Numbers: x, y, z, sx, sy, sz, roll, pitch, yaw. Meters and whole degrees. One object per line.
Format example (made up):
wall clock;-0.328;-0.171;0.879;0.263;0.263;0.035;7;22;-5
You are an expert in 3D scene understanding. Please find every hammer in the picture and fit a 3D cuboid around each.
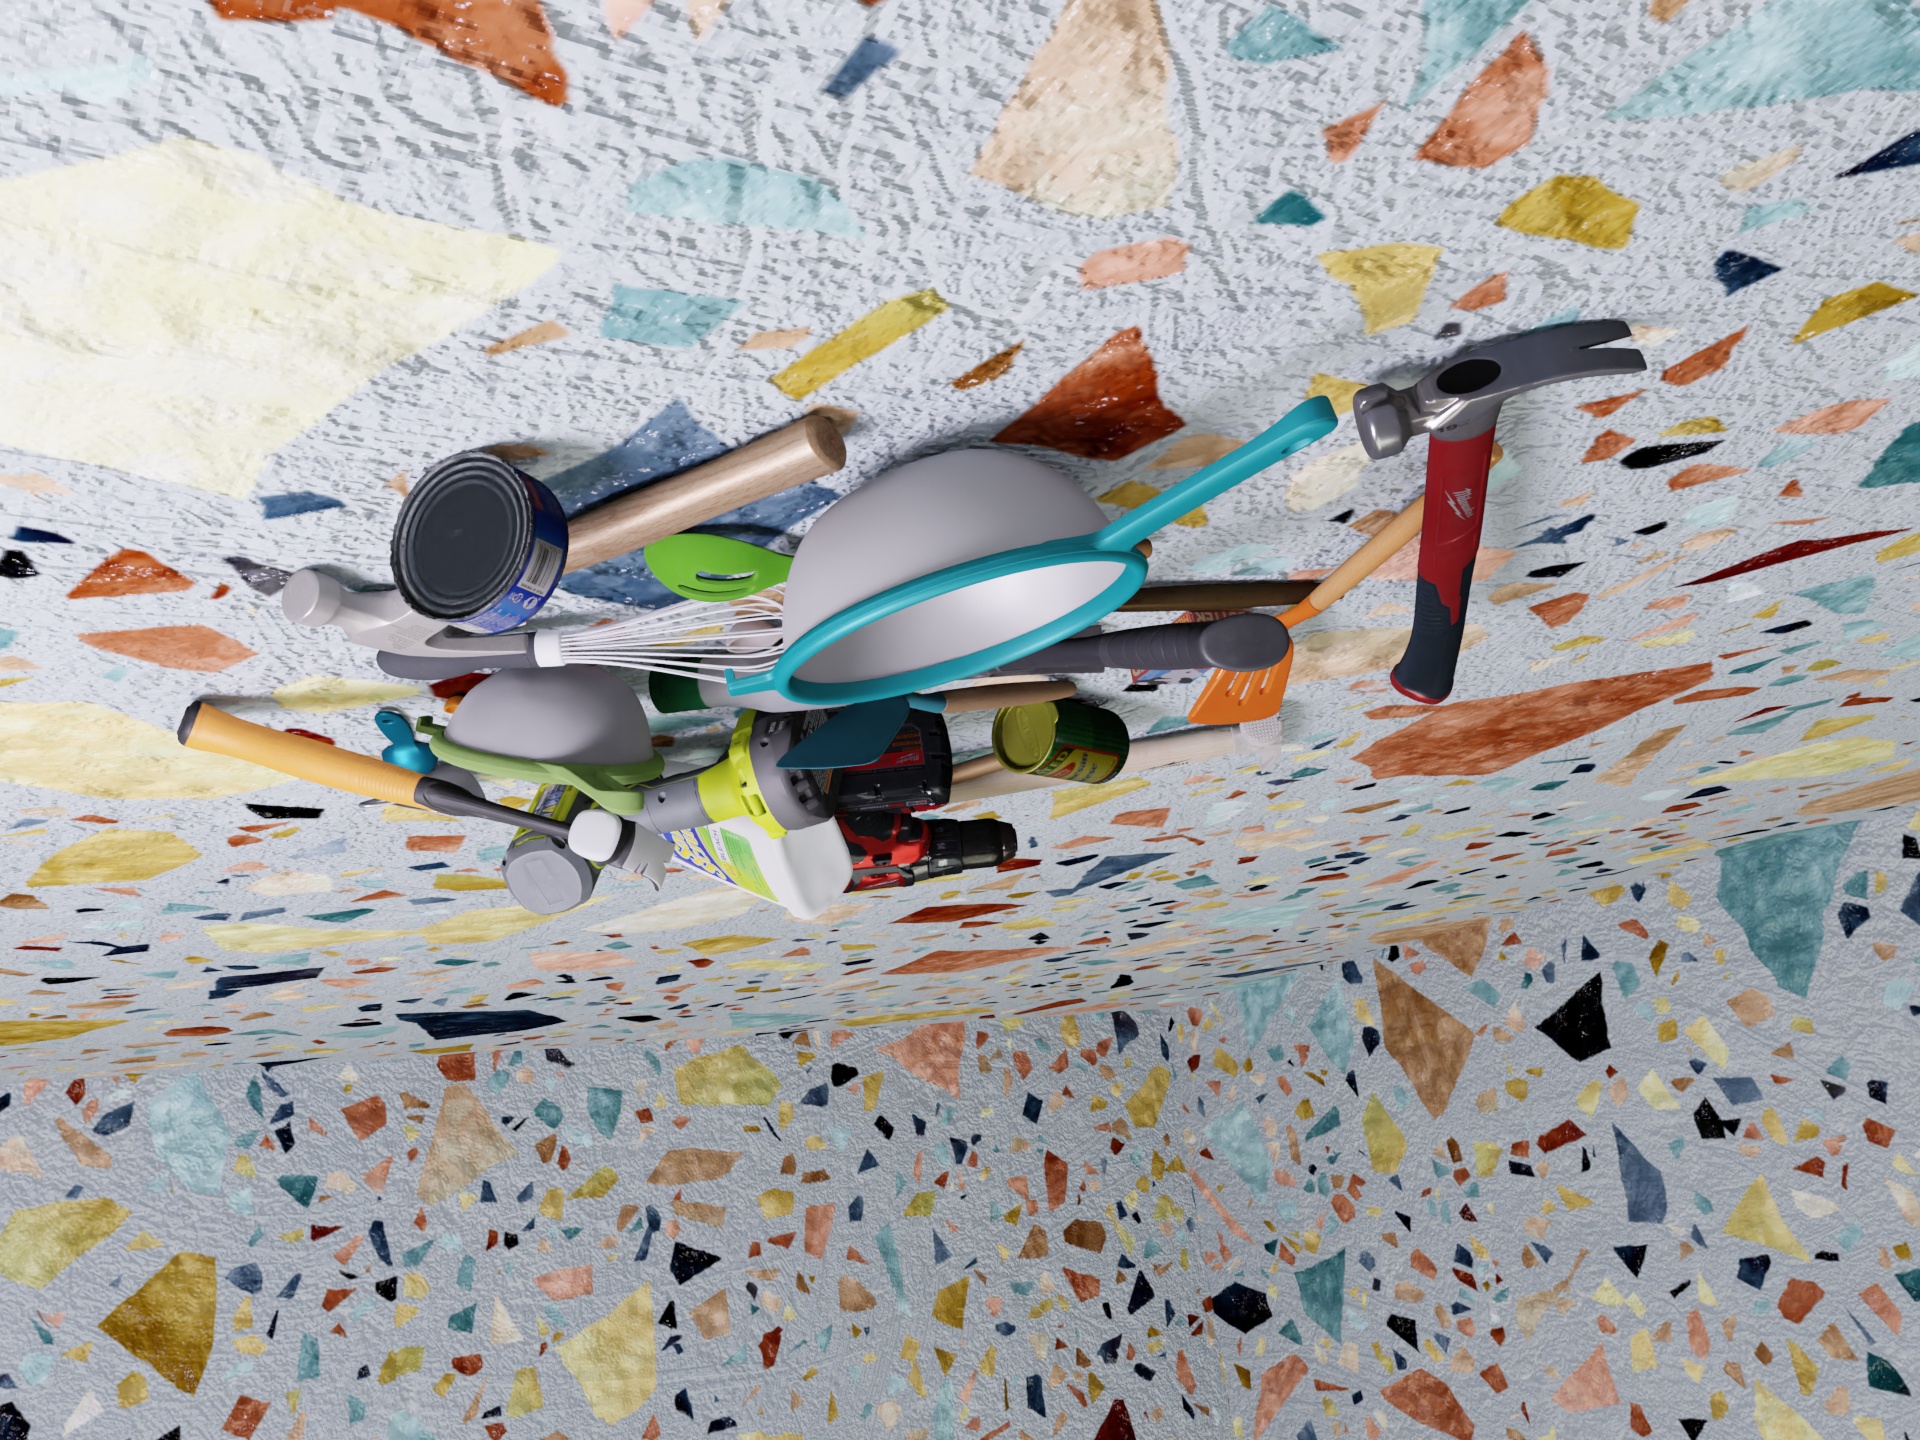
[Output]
hammer;0.091;0.049;1.475;0.410;0.038;0.146;-10;164;6
hammer;-0.205;-0.096;0.867;0.331;0.031;0.130;-17;161;26
hammer;0.314;-0.105;0.975;0.143;0.038;0.386;-15;155;7
hammer;-0.350;0.044;1.026;0.337;0.034;0.127;14;169;12
hammer;0.094;-0.044;0.991;0.146;0.035;0.335;-6;-177;-25

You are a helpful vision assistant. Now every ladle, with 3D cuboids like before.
ladle;0.123;-0.081;1.077;0.315;0.031;0.069;-4;175;-20
ladle;-0.035;0.047;1.414;0.320;0.062;0.078;-17;144;6

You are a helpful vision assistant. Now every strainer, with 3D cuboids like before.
strainer;0.034;-0.111;0.826;0.340;0.095;0.211;-27;166;36
strainer;-0.351;0.076;1.282;0.258;0.050;0.087;19;175;-36
strainer;-0.242;0.003;0.998;0.151;0.069;0.256;4;-173;-29

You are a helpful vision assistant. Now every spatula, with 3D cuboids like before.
spatula;0.256;-0.083;1.061;0.081;0.041;0.322;-3;156;-26
spatula;-0.002;-0.004;1.137;0.082;0.044;0.317;-3;-178;35

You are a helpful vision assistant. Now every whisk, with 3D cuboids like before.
whisk;-0.222;-0.047;0.985;0.284;0.070;0.070;-4;163;1

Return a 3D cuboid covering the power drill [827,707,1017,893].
power drill;-0.043;0.075;1.319;0.188;0.080;0.226;-5;151;-3

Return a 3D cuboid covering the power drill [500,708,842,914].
power drill;-0.205;0.043;1.147;0.228;0.080;0.191;-18;-155;11

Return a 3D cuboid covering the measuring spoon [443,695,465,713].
measuring spoon;-0.317;-0.009;1.142;0.021;0.011;0.116;-24;161;39

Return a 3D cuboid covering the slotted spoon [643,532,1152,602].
slotted spoon;-0.030;-0.096;0.957;0.313;0.031;0.070;-5;160;-16

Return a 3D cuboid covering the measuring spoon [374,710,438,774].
measuring spoon;-0.410;0.020;1.165;0.042;0.021;0.128;-5;164;-11

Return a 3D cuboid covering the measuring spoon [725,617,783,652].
measuring spoon;-0.096;-0.072;1.035;0.124;0.018;0.034;-19;165;11
